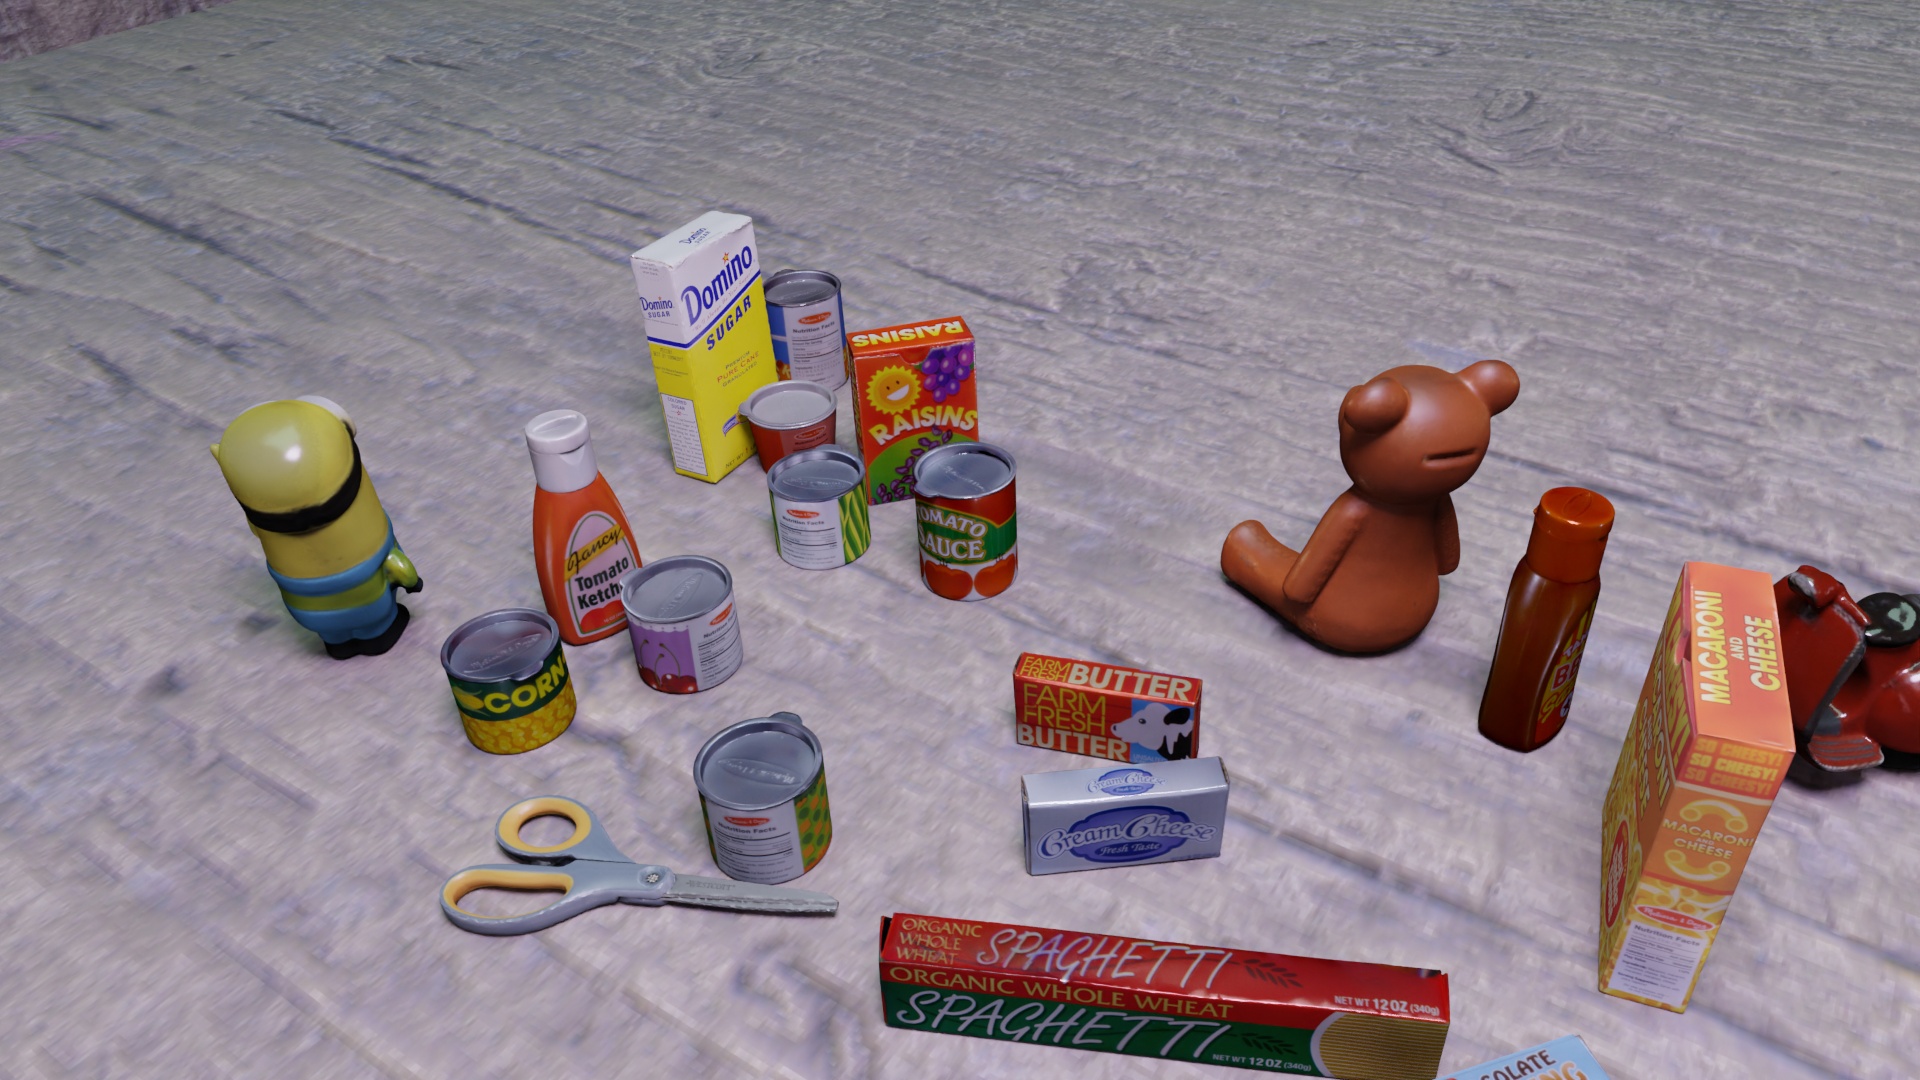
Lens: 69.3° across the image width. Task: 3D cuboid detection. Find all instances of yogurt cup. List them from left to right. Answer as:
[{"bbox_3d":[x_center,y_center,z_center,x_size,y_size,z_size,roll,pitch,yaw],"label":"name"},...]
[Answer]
[{"bbox_3d":[-0.123,-0.080,1.032,0.072,0.053,0.073,-2,35,1],"label":"yogurt cup"}]

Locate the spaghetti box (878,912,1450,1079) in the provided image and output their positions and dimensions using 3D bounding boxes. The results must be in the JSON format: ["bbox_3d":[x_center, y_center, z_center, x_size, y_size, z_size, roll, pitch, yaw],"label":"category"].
[{"bbox_3d":[0.086,0.205,0.621,0.250,0.050,0.029,3,36,9],"label":"spaghetti box"}]

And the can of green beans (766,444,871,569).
[{"bbox_3d":[-0.095,-0.022,0.944,0.071,0.057,0.071,-2,35,1],"label":"can of green beans"}]

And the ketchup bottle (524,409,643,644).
[{"bbox_3d":[-0.236,-0.009,0.859,0.065,0.148,0.043,-29,43,-31],"label":"ketchup bottle"}]

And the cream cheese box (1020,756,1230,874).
[{"bbox_3d":[0.083,0.141,0.708,0.104,0.053,0.024,-5,35,-3],"label":"cream cheese box"}]

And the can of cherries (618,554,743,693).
[{"bbox_3d":[-0.171,0.050,0.849,0.071,0.058,0.072,-2,35,1],"label":"can of cherries"}]

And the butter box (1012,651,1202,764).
[{"bbox_3d":[0.081,0.095,0.772,0.103,0.052,0.024,8,37,15],"label":"butter box"}]

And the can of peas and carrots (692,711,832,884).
[{"bbox_3d":[-0.101,0.134,0.726,0.071,0.058,0.071,-2,35,1],"label":"can of peas and carrots"}]

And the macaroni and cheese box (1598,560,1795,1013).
[{"bbox_3d":[0.330,0.112,0.634,0.040,0.165,0.124,11,38,19],"label":"macaroni and cheese box"}]

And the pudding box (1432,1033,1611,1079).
[{"bbox_3d":[0.220,0.237,0.566,0.084,0.049,0.030,-12,36,-12],"label":"pudding box"}]

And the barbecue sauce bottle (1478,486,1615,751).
[{"bbox_3d":[0.317,0.041,0.749,0.044,0.147,0.065,26,44,34],"label":"barbecue sauce bottle"}]

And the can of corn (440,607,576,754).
[{"bbox_3d":[-0.261,0.083,0.809,0.071,0.058,0.071,-2,35,1],"label":"can of corn"}]

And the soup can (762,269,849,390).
[{"bbox_3d":[-0.127,-0.170,1.133,0.071,0.083,0.072,-2,35,1],"label":"soup can"}]

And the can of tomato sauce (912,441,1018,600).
[{"bbox_3d":[0.003,-0.011,0.901,0.071,0.082,0.071,-2,35,1],"label":"can of tomato sauce"}]

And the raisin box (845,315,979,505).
[{"bbox_3d":[-0.032,-0.091,0.981,0.086,0.122,0.040,-10,36,-9],"label":"raisin box"}]
